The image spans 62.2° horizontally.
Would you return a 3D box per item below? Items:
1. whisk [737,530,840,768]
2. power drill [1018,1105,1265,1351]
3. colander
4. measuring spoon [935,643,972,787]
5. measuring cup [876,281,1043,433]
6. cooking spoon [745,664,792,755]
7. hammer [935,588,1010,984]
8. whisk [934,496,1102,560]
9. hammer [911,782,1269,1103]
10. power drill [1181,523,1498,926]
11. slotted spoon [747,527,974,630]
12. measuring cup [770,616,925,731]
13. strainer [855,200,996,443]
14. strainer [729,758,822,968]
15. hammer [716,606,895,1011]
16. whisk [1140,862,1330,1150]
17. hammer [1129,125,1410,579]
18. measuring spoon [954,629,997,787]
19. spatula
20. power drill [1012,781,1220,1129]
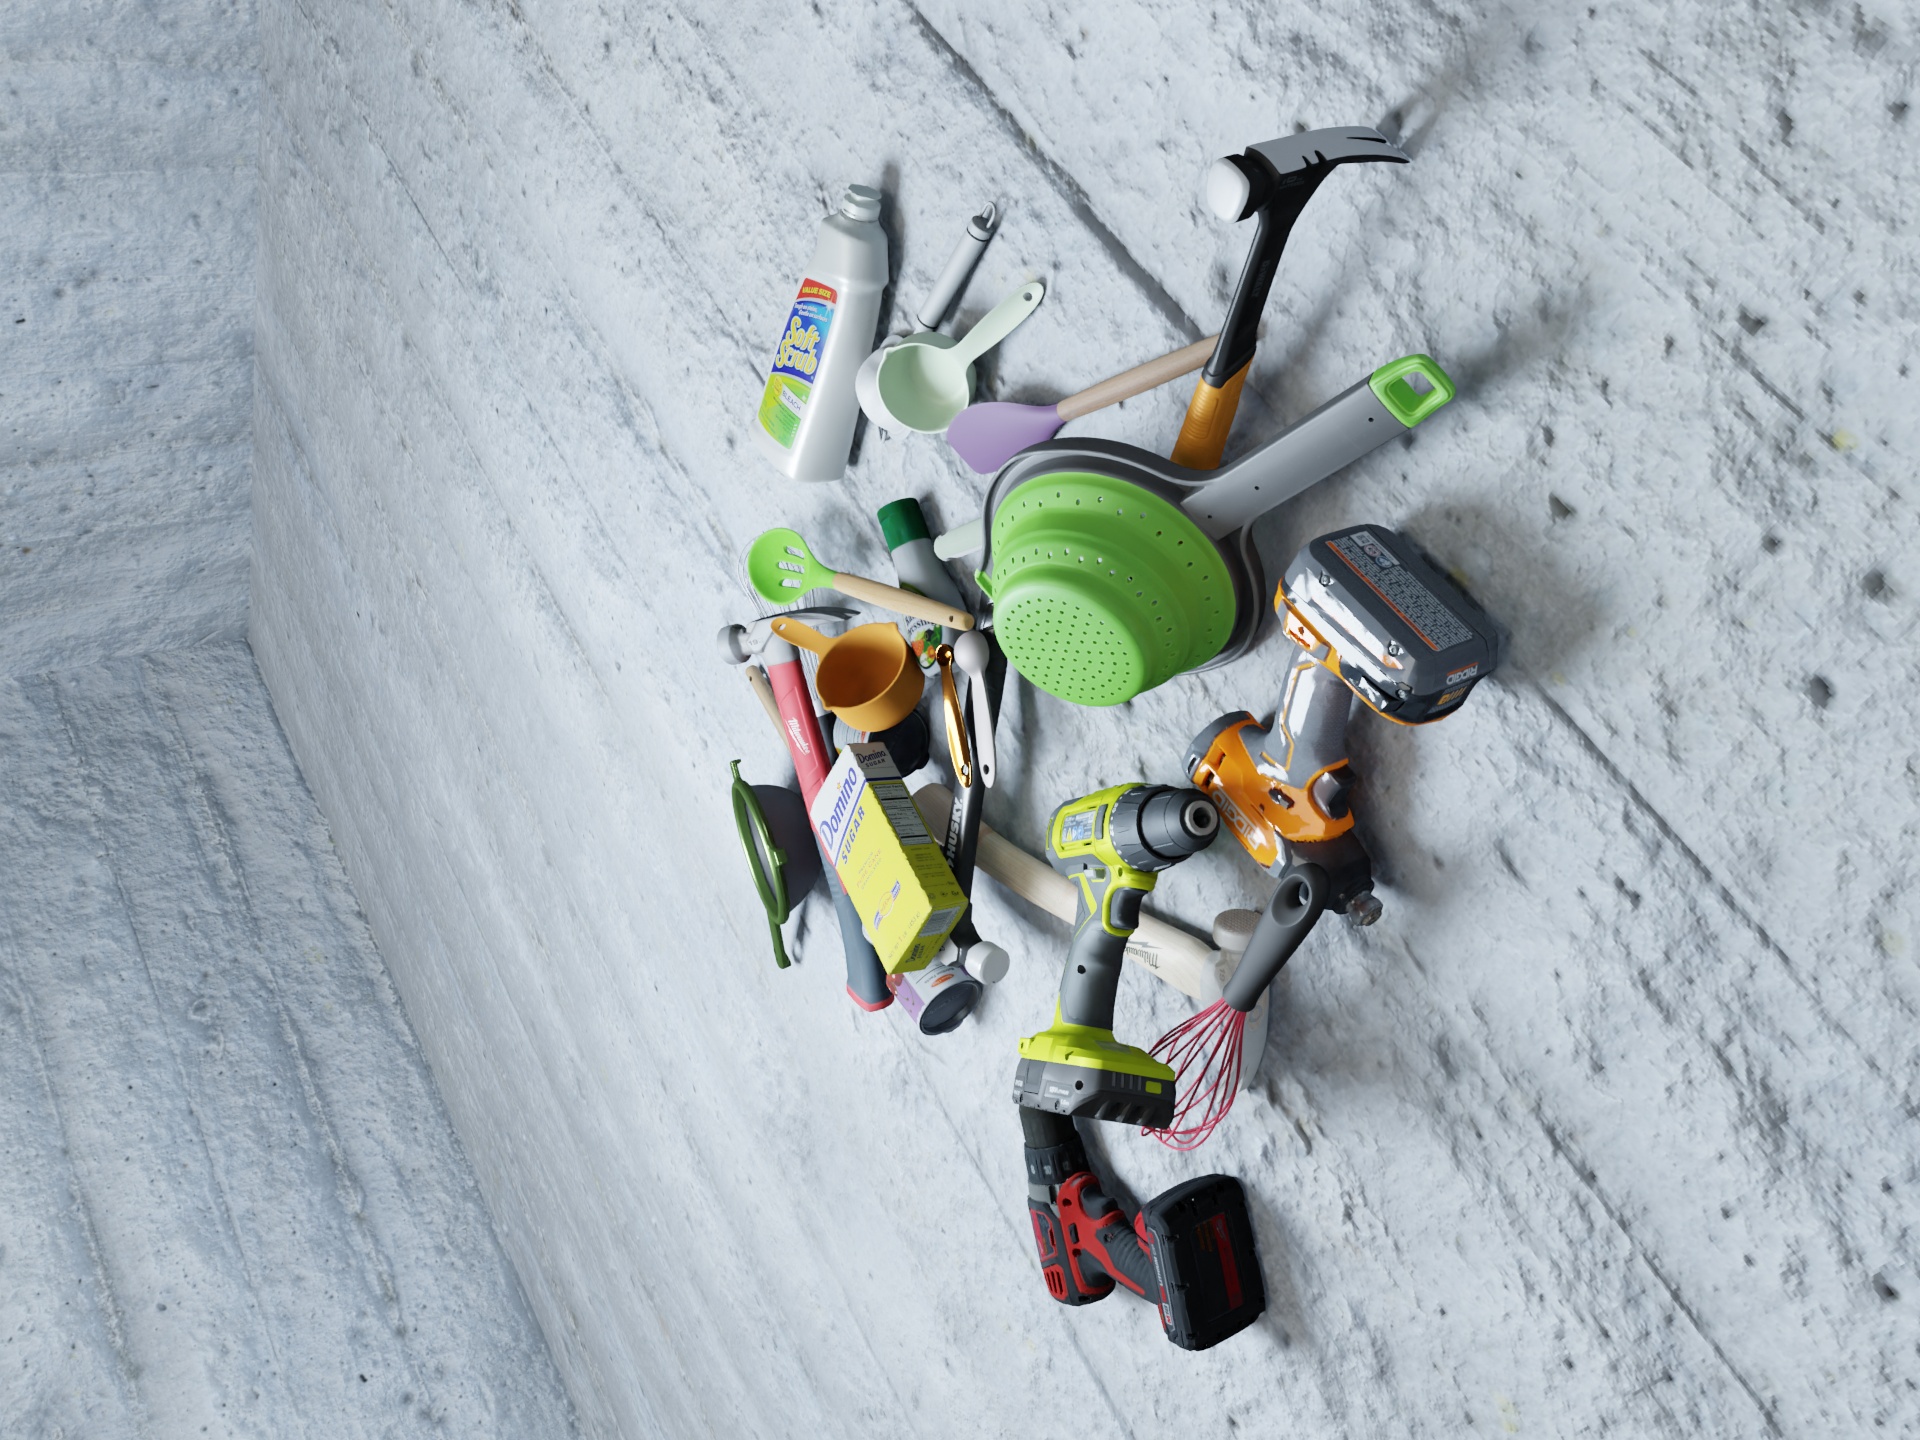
[{"bbox_3d":[-0.142,-0.044,1.506,0.070,0.070,0.284,-13,96,56],"label":"whisk"},{"bbox_3d":[0.126,0.386,1.262,0.227,0.080,0.188,-8,95,59],"label":"power drill"},{"bbox_3d":[0.132,-0.101,0.976,0.204,0.094,0.397,42,144,-14],"label":"colander"},{"bbox_3d":[-0.002,-0.004,1.265,0.021,0.011,0.117,-13,85,49],"label":"measuring spoon"},{"bbox_3d":[0.006,-0.287,1.216,0.083,0.038,0.167,45,127,-15],"label":"measuring cup"},{"bbox_3d":[-0.137,0.068,1.567,0.319,0.017,0.068,57,138,24],"label":"cooking spoon"},{"bbox_3d":[0.008,0.034,1.289,0.146,0.035,0.334,27,114,49],"label":"hammer"},{"bbox_3d":[0.045,-0.151,1.204,0.246,0.058,0.059,-10,101,60],"label":"whisk"},{"bbox_3d":[0.084,0.150,1.267,0.411,0.038,0.146,26,124,49],"label":"hammer"},{"bbox_3d":[0.232,0.013,0.970,0.164,0.084,0.226,53,144,29],"label":"power drill"},{"bbox_3d":[-0.088,-0.111,1.348,0.314,0.031,0.070,21,106,49],"label":"slotted spoon"},{"bbox_3d":[-0.101,-0.048,1.384,0.174,0.095,0.052,27,165,42],"label":"measuring cup"},{"bbox_3d":[-0.033,-0.311,1.263,0.258,0.050,0.087,-52,52,46],"label":"strainer"},{"bbox_3d":[-0.172,0.161,1.621,0.256,0.069,0.152,87,158,-43],"label":"strainer"},{"bbox_3d":[-0.112,0.086,1.479,0.143,0.038,0.386,-10,101,28],"label":"hammer"},{"bbox_3d":[0.177,0.195,1.056,0.073,0.073,0.295,51,140,31],"label":"whisk"},{"bbox_3d":[0.165,-0.207,0.985,0.034,0.127,0.336,53,149,27],"label":"hammer"},{"bbox_3d":[0.011,-0.009,1.237,0.034,0.018,0.124,-13,83,52],"label":"measuring spoon"},{"bbox_3d":[0.089,-0.228,1.127,0.059,0.018,0.316,46,150,-23],"label":"spatula"},{"bbox_3d":[0.108,0.153,1.076,0.190,0.080,0.228,157,124,-68],"label":"power drill"}]
